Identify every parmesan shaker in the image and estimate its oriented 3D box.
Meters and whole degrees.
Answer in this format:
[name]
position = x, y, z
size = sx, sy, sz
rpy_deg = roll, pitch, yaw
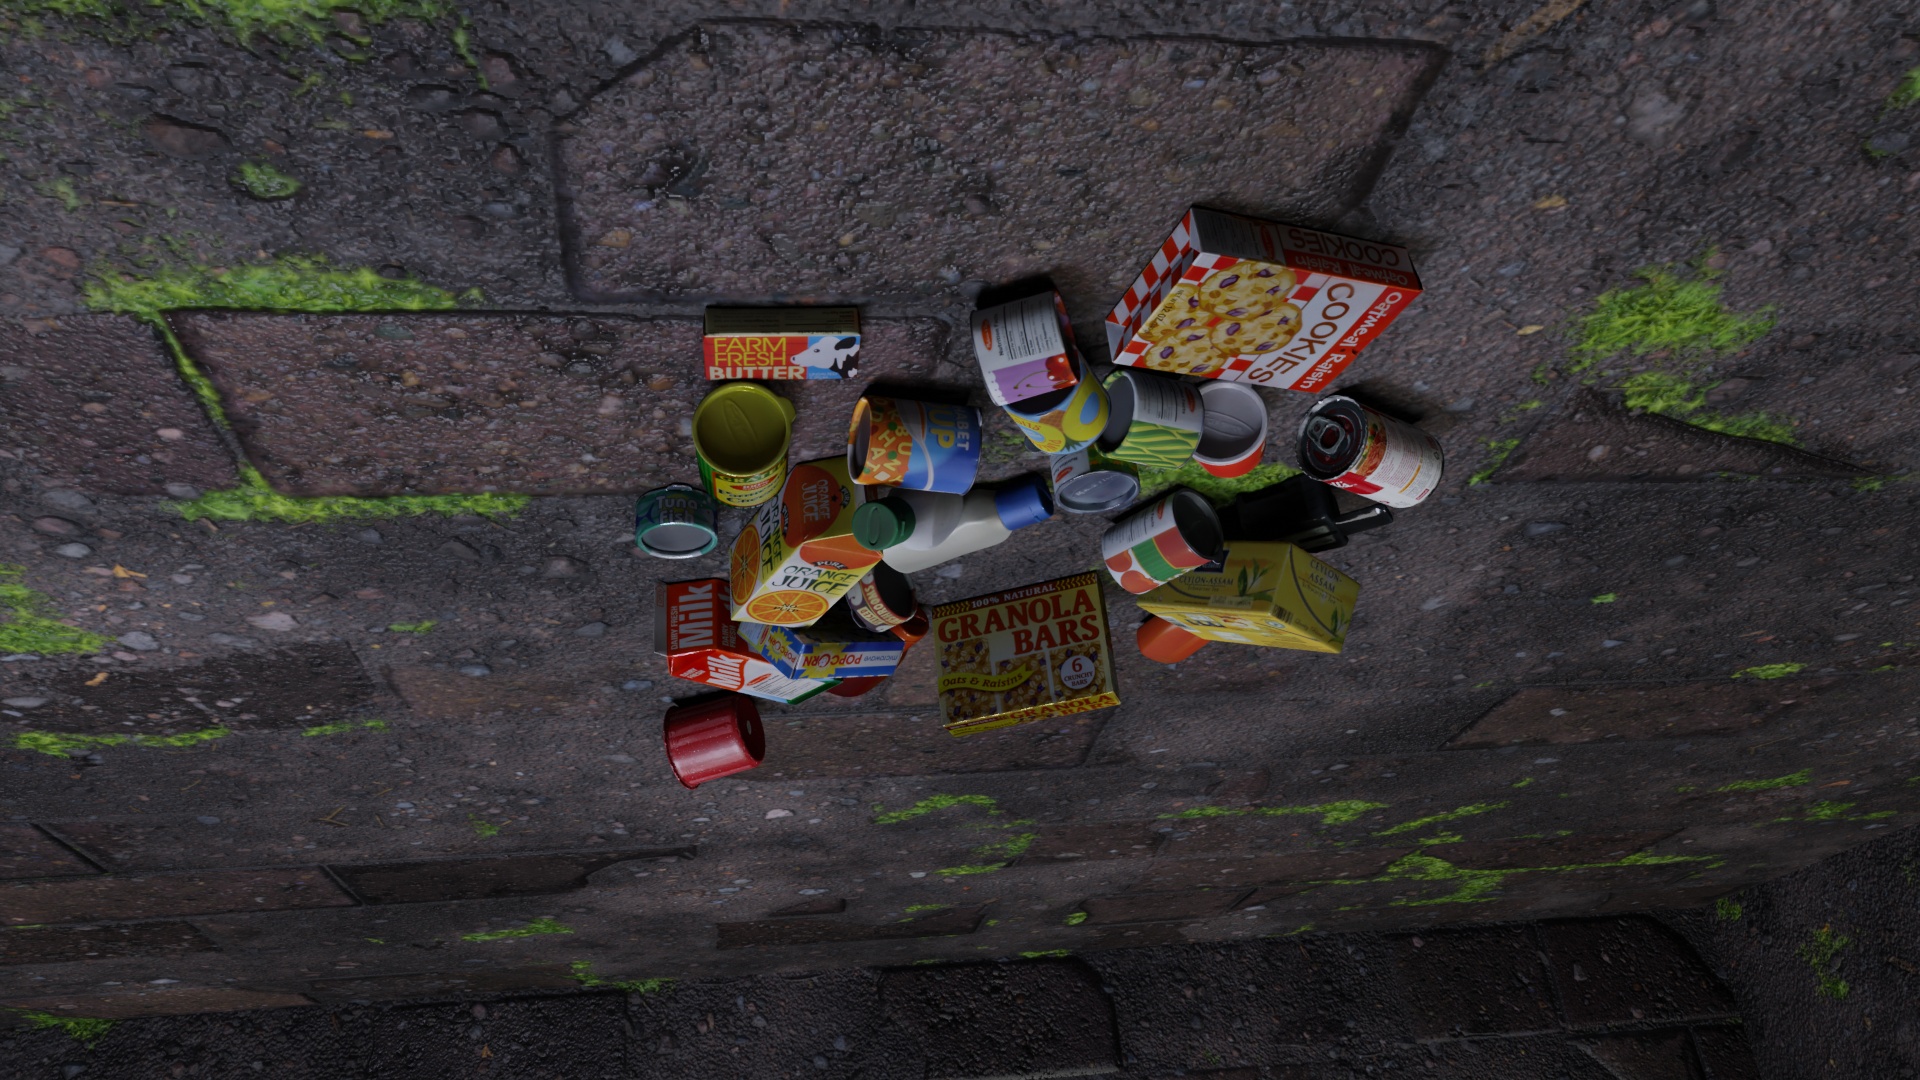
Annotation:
[parmesan shaker]
position = -0.150, -0.065, 0.977
size = 0.071, 0.071, 0.103
rpy_deg = -2, 168, -8

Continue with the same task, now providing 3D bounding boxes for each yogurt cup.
[yogurt cup]
position = 0.200, -0.081, 1.048
size = 0.072, 0.072, 0.054
rpy_deg = -13, 159, 14

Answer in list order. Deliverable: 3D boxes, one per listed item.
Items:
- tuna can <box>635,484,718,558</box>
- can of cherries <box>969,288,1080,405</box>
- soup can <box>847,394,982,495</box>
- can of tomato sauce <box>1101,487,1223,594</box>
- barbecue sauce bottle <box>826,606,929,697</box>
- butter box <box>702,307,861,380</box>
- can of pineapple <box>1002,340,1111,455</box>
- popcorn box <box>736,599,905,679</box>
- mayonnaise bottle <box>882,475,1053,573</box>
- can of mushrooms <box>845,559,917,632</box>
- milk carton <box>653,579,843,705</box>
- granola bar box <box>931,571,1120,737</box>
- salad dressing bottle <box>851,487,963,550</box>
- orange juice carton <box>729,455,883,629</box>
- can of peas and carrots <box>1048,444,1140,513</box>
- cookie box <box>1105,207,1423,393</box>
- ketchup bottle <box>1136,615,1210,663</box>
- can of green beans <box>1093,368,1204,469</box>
[tuna can]
position = -0.228, -0.014, 1.119
size = 0.071, 0.033, 0.070
rpy_deg = -5, 153, -2
[can of cherries]
position = 0.044, -0.128, 0.922
size = 0.058, 0.072, 0.071
rpy_deg = -15, 151, 13
[soup can]
position = -0.033, -0.072, 1.014
size = 0.084, 0.071, 0.071
rpy_deg = 5, 150, -20
[can of tomato sauce]
position = 0.175, 0.003, 1.197
size = 0.071, 0.071, 0.082
rpy_deg = 19, 144, -39
[barbecue sauce bottle]
position = -0.084, 0.109, 1.375
size = 0.065, 0.044, 0.148
rpy_deg = 12, 147, -31
[butter box]
position = -0.119, -0.131, 0.926
size = 0.103, 0.024, 0.053
rpy_deg = -2, 152, -9
[can of pineapple]
position = 0.065, -0.100, 0.976
size = 0.071, 0.071, 0.057
rpy_deg = -17, 150, 19
[popcorn box]
position = -0.124, 0.088, 1.251
size = 0.127, 0.085, 0.038
rpy_deg = 3, 114, -47
[mayonnaise bottle]
position = 0.004, -0.015, 1.159
size = 0.148, 0.041, 0.064
rpy_deg = -19, 152, 21
[can of mushrooms]
position = -0.070, 0.047, 1.228
size = 0.033, 0.071, 0.071
rpy_deg = -24, 147, 28
[milk carton]
position = -0.204, 0.092, 1.287
size = 0.073, 0.072, 0.190
rpy_deg = -28, 146, 36
[granola bar box]
position = 0.061, 0.108, 1.314
size = 0.165, 0.125, 0.039
rpy_deg = -13, 152, 13
[salad dressing bottle]
position = -0.039, -0.020, 1.059
size = 0.044, 0.064, 0.148
rpy_deg = 8, -170, 16
[orange juice carton]
position = -0.120, 0.000, 1.126
size = 0.073, 0.072, 0.191
rpy_deg = 10, 149, -29
[can of peas and carrots]
position = 0.104, -0.061, 1.070
size = 0.071, 0.059, 0.070
rpy_deg = -5, 153, -3
[cookie box]
position = 0.200, -0.155, 0.928
size = 0.168, 0.040, 0.122
rpy_deg = 5, 150, -21
[ketchup bottle]
position = 0.238, 0.074, 1.374
size = 0.065, 0.044, 0.148
rpy_deg = 7, 150, -26
[can of green beans]
position = 0.136, -0.088, 1.015
size = 0.058, 0.071, 0.071
rpy_deg = 8, 149, -24
